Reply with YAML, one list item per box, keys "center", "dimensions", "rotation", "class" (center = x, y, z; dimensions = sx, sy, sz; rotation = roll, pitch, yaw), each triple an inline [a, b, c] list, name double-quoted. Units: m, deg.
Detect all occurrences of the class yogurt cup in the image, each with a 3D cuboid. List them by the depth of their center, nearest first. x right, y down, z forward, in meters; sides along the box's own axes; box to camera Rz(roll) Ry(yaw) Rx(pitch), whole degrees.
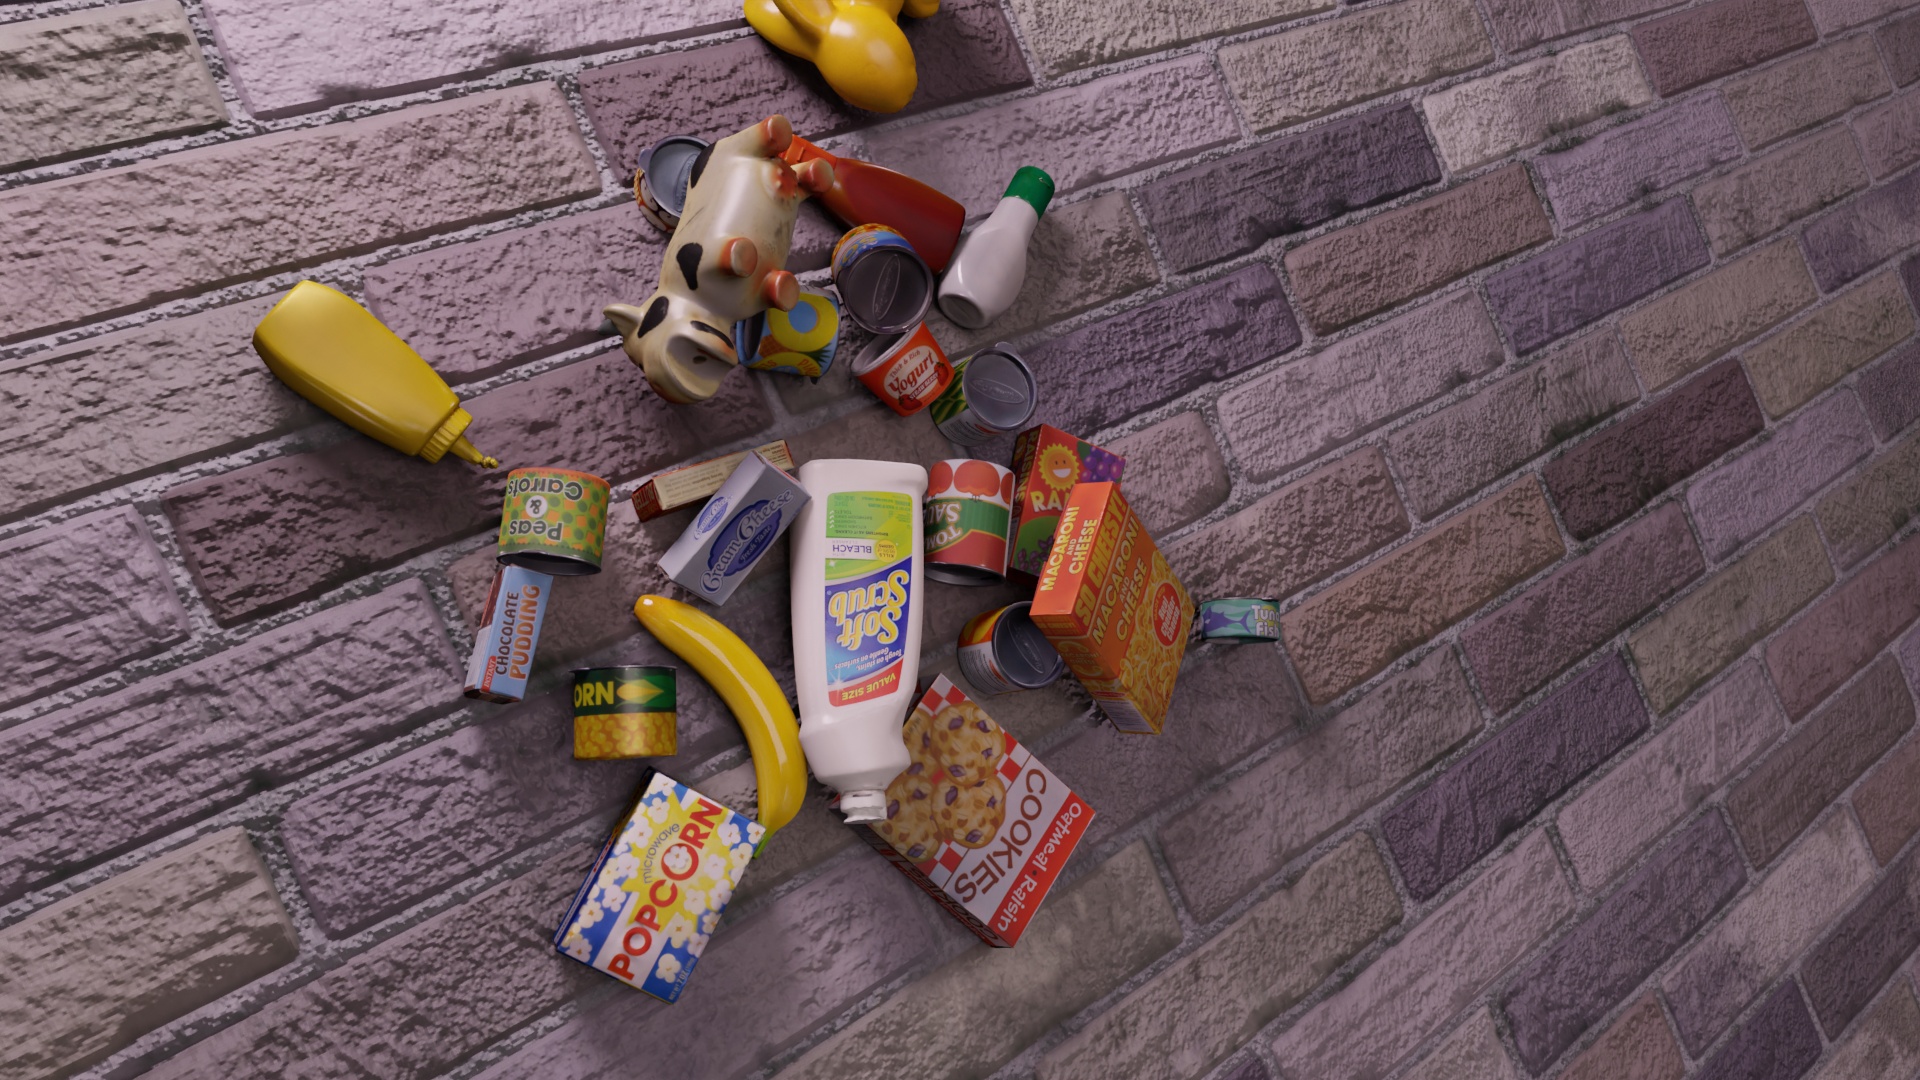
- center: [-0.042, -0.131, 1.052]
  dimensions: [0.054, 0.072, 0.073]
  rotation: [49, 62, -21]
  class: "yogurt cup"

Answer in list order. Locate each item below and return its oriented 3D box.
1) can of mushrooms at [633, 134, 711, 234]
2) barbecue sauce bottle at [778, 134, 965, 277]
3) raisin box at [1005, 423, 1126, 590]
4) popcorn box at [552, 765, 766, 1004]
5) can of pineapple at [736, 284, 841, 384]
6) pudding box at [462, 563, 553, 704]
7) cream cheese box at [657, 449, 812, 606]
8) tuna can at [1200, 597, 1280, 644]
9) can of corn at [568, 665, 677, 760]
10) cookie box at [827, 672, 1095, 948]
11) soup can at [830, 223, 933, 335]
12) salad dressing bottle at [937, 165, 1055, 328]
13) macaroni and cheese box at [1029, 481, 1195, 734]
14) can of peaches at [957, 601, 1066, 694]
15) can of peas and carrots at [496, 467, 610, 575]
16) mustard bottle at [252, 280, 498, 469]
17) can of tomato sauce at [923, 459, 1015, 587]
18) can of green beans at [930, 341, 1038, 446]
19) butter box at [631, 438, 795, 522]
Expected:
- center: [-0.203, -0.258, 1.008]
  dimensions: [0.071, 0.033, 0.071]
  rotation: [6, 78, -27]
  class: "can of mushrooms"
- center: [-0.071, -0.263, 1.073]
  dimensions: [0.148, 0.043, 0.065]
  rotation: [24, 79, -21]
  class: "barbecue sauce bottle"
- center: [0.078, -0.020, 1.107]
  dimensions: [0.086, 0.040, 0.123]
  rotation: [21, 72, -23]
  class: "raisin box"
- center: [-0.194, 0.222, 0.900]
  dimensions: [0.085, 0.038, 0.127]
  rotation: [31, 74, -15]
  class: "popcorn box"
- center: [-0.126, -0.152, 1.009]
  dimensions: [0.058, 0.071, 0.071]
  rotation: [5, 77, -27]
  class: "can of pineapple"
- center: [-0.289, 0.060, 0.886]
  dimensions: [0.030, 0.049, 0.084]
  rotation: [17, 72, -26]
  class: "pudding box"
- center: [-0.154, -0.007, 0.951]
  dimensions: [0.104, 0.024, 0.053]
  rotation: [-50, 139, 2]
  class: "cream cheese box"
- center: [0.235, 0.067, 1.154]
  dimensions: [0.071, 0.071, 0.033]
  rotation: [6, 79, -27]
  class: "tuna can"
- center: [-0.220, 0.112, 0.902]
  dimensions: [0.071, 0.071, 0.058]
  rotation: [2, 79, -28]
  class: "can of corn"
- center: [0.004, 0.199, 1.021]
  dimensions: [0.167, 0.040, 0.123]
  rotation: [43, 63, -13]
  class: "cookie box"
- center: [-0.062, -0.196, 1.029]
  dimensions: [0.071, 0.084, 0.071]
  rotation: [-5, 114, -11]
  class: "soup can"
- center: [0.033, -0.240, 1.125]
  dimensions: [0.064, 0.044, 0.148]
  rotation: [39, 63, -23]
  class: "salad dressing bottle"
- center: [0.119, 0.054, 1.065]
  dimensions: [0.166, 0.040, 0.124]
  rotation: [51, 47, -39]
  class: "macaroni and cheese box"
- center: [0.041, 0.081, 1.054]
  dimensions: [0.071, 0.058, 0.071]
  rotation: [6, 76, -27]
  class: "can of peaches"
- center: [-0.265, -0.012, 0.902]
  dimensions: [0.071, 0.070, 0.059]
  rotation: [10, 75, -26]
  class: "can of peas and carrots"
- center: [-0.362, -0.093, 0.879]
  dimensions: [0.160, 0.048, 0.065]
  rotation: [40, 64, -16]
  class: "mustard bottle"
- center: [0.004, -0.013, 1.049]
  dimensions: [0.071, 0.071, 0.083]
  rotation: [14, 73, -25]
  class: "can of tomato sauce"
- center: [0.018, -0.111, 1.082]
  dimensions: [0.071, 0.057, 0.071]
  rotation: [6, 77, -27]
  class: "can of green beans"
- center: [-0.173, -0.042, 0.968]
  dimensions: [0.104, 0.053, 0.024]
  rotation: [-21, 91, -30]
  class: "butter box"
